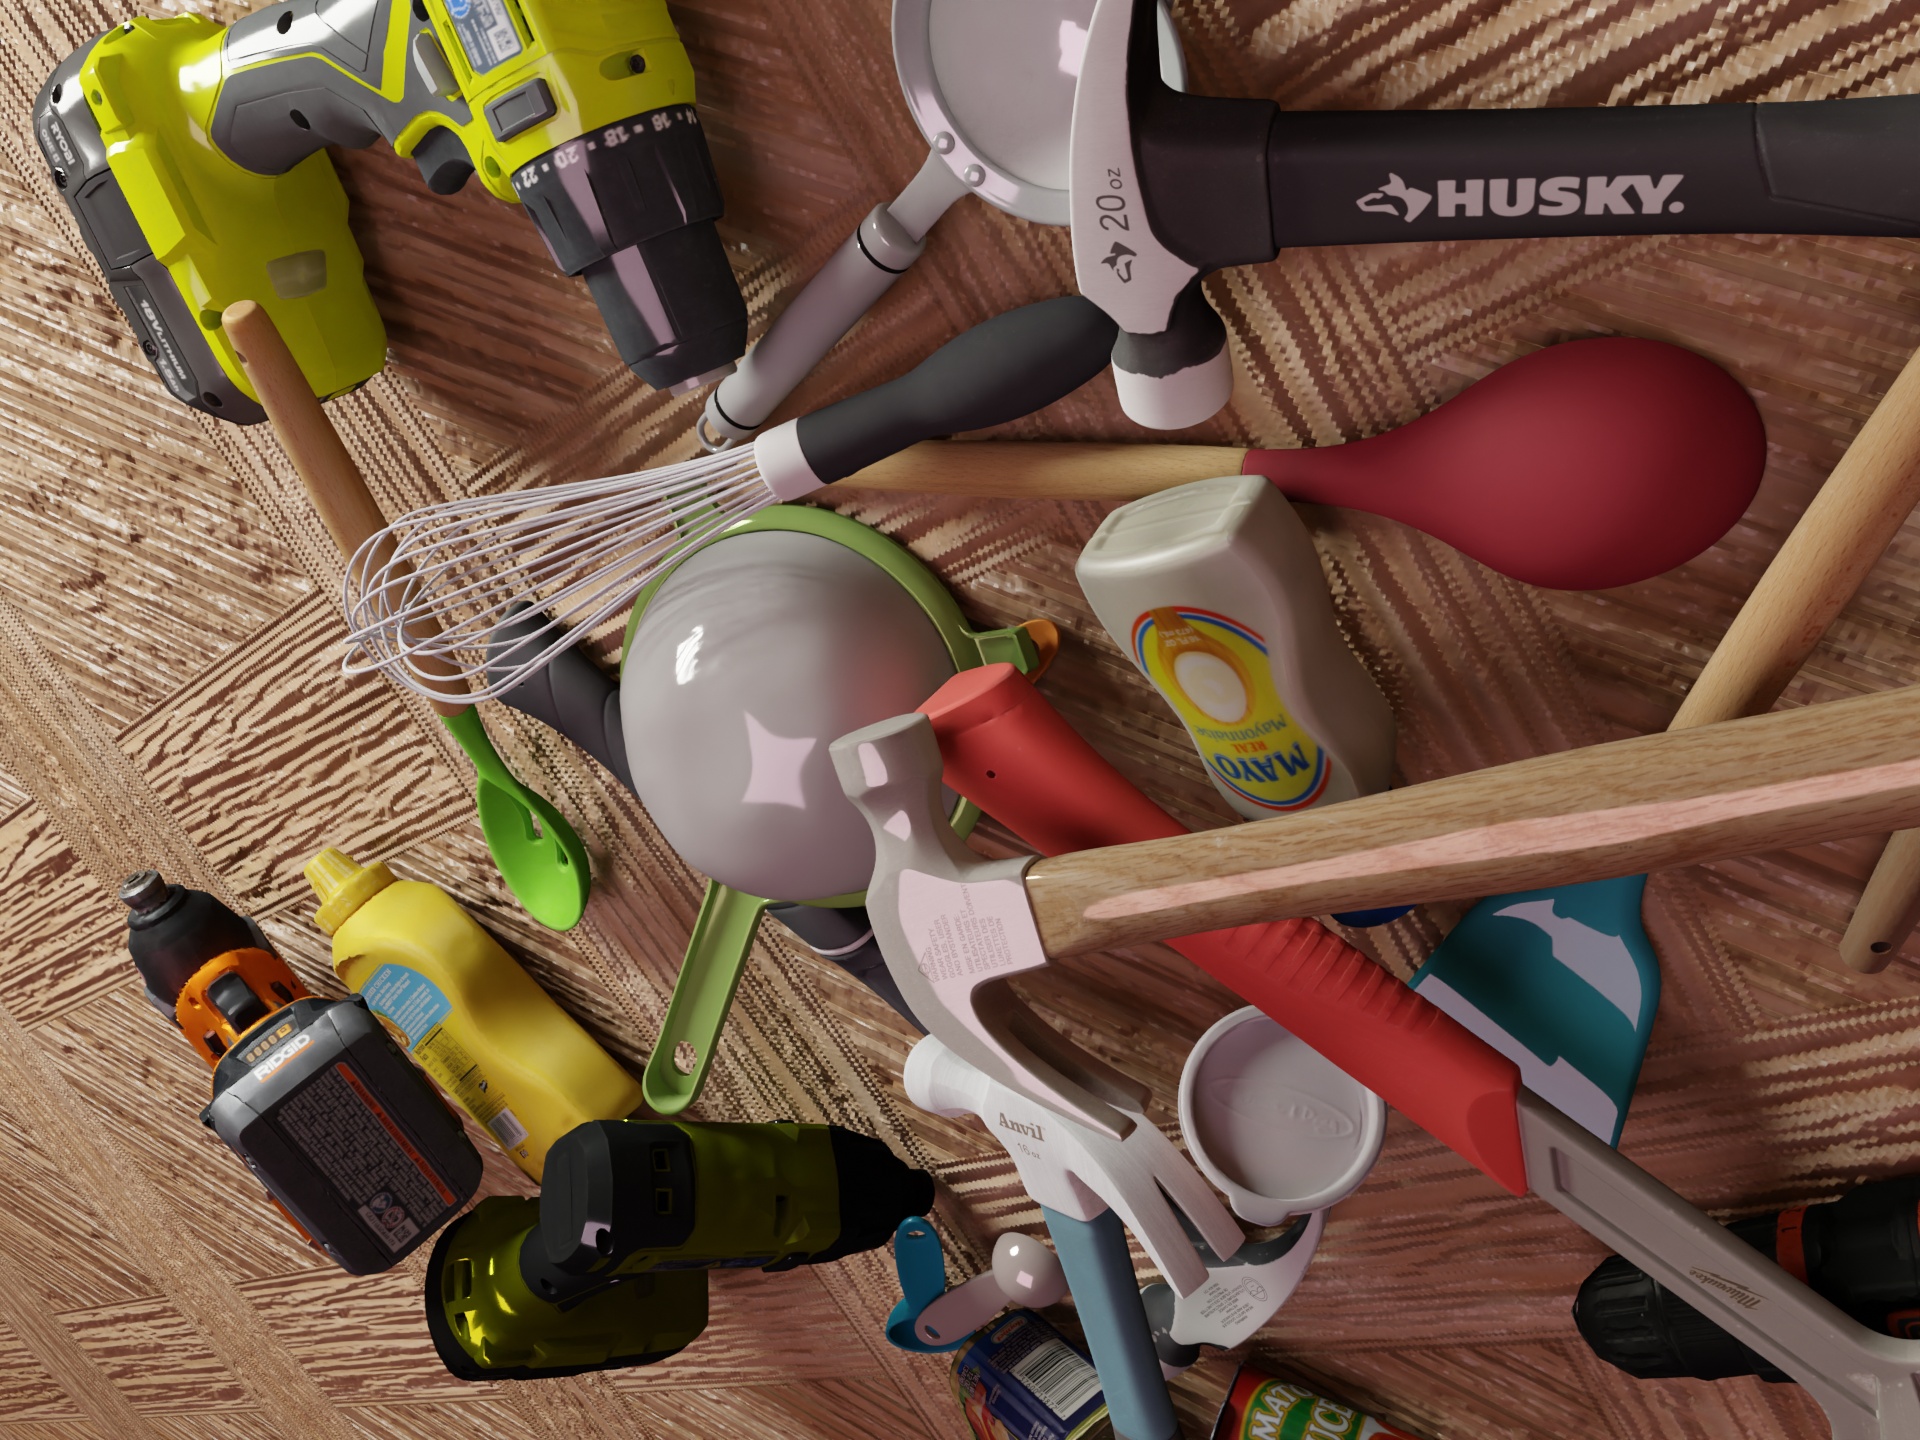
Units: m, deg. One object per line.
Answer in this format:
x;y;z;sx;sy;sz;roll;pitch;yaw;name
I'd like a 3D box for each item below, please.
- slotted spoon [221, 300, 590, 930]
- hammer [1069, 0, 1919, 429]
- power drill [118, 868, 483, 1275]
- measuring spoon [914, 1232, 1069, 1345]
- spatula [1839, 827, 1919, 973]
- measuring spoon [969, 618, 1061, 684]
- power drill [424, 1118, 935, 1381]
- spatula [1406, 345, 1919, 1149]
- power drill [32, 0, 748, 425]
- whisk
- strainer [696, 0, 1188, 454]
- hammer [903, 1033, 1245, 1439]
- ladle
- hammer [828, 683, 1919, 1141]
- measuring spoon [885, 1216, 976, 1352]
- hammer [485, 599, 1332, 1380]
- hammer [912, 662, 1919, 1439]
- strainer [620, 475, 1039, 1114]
-0.201;-0.023;0.608;0.070;0.031;0.313;27;148;30;slotted spoon
0.184;-0.120;0.332;0.335;0.035;0.146;6;144;21;hammer
-0.335;0.158;0.775;0.227;0.084;0.164;16;139;50;power drill
0.006;0.248;0.670;0.034;0.018;0.124;42;136;4;measuring spoon
0.249;-0.043;0.340;0.060;0.018;0.315;9;136;12;spatula
-0.001;-0.002;0.566;0.021;0.011;0.117;53;128;6;measuring spoon
-0.131;0.235;0.715;0.223;0.171;0.080;-38;52;43;power drill
0.193;0.011;0.414;0.082;0.044;0.317;28;141;18;spatula
-0.179;-0.176;0.513;0.228;0.080;0.190;-11;109;33;power drill
-0.080;-0.071;0.504;0.284;0.070;0.070;-20;109;18;whisk
-0.015;-0.147;0.461;0.087;0.050;0.258;46;137;-10;strainer
0.071;0.272;0.595;0.128;0.033;0.330;4;117;50;hammer
0.062;-0.075;0.471;0.315;0.031;0.069;6;119;30;ladle
0.124;0.033;0.405;0.331;0.031;0.130;-13;98;27;hammer
-0.016;0.246;0.709;0.042;0.021;0.128;-2;135;2;measuring spoon
-0.029;0.096;0.629;0.409;0.036;0.149;41;130;2;hammer
0.129;0.104;0.474;0.359;0.037;0.149;35;132;10;hammer
-0.085;0.050;0.568;0.151;0.069;0.256;27;113;14;strainer
